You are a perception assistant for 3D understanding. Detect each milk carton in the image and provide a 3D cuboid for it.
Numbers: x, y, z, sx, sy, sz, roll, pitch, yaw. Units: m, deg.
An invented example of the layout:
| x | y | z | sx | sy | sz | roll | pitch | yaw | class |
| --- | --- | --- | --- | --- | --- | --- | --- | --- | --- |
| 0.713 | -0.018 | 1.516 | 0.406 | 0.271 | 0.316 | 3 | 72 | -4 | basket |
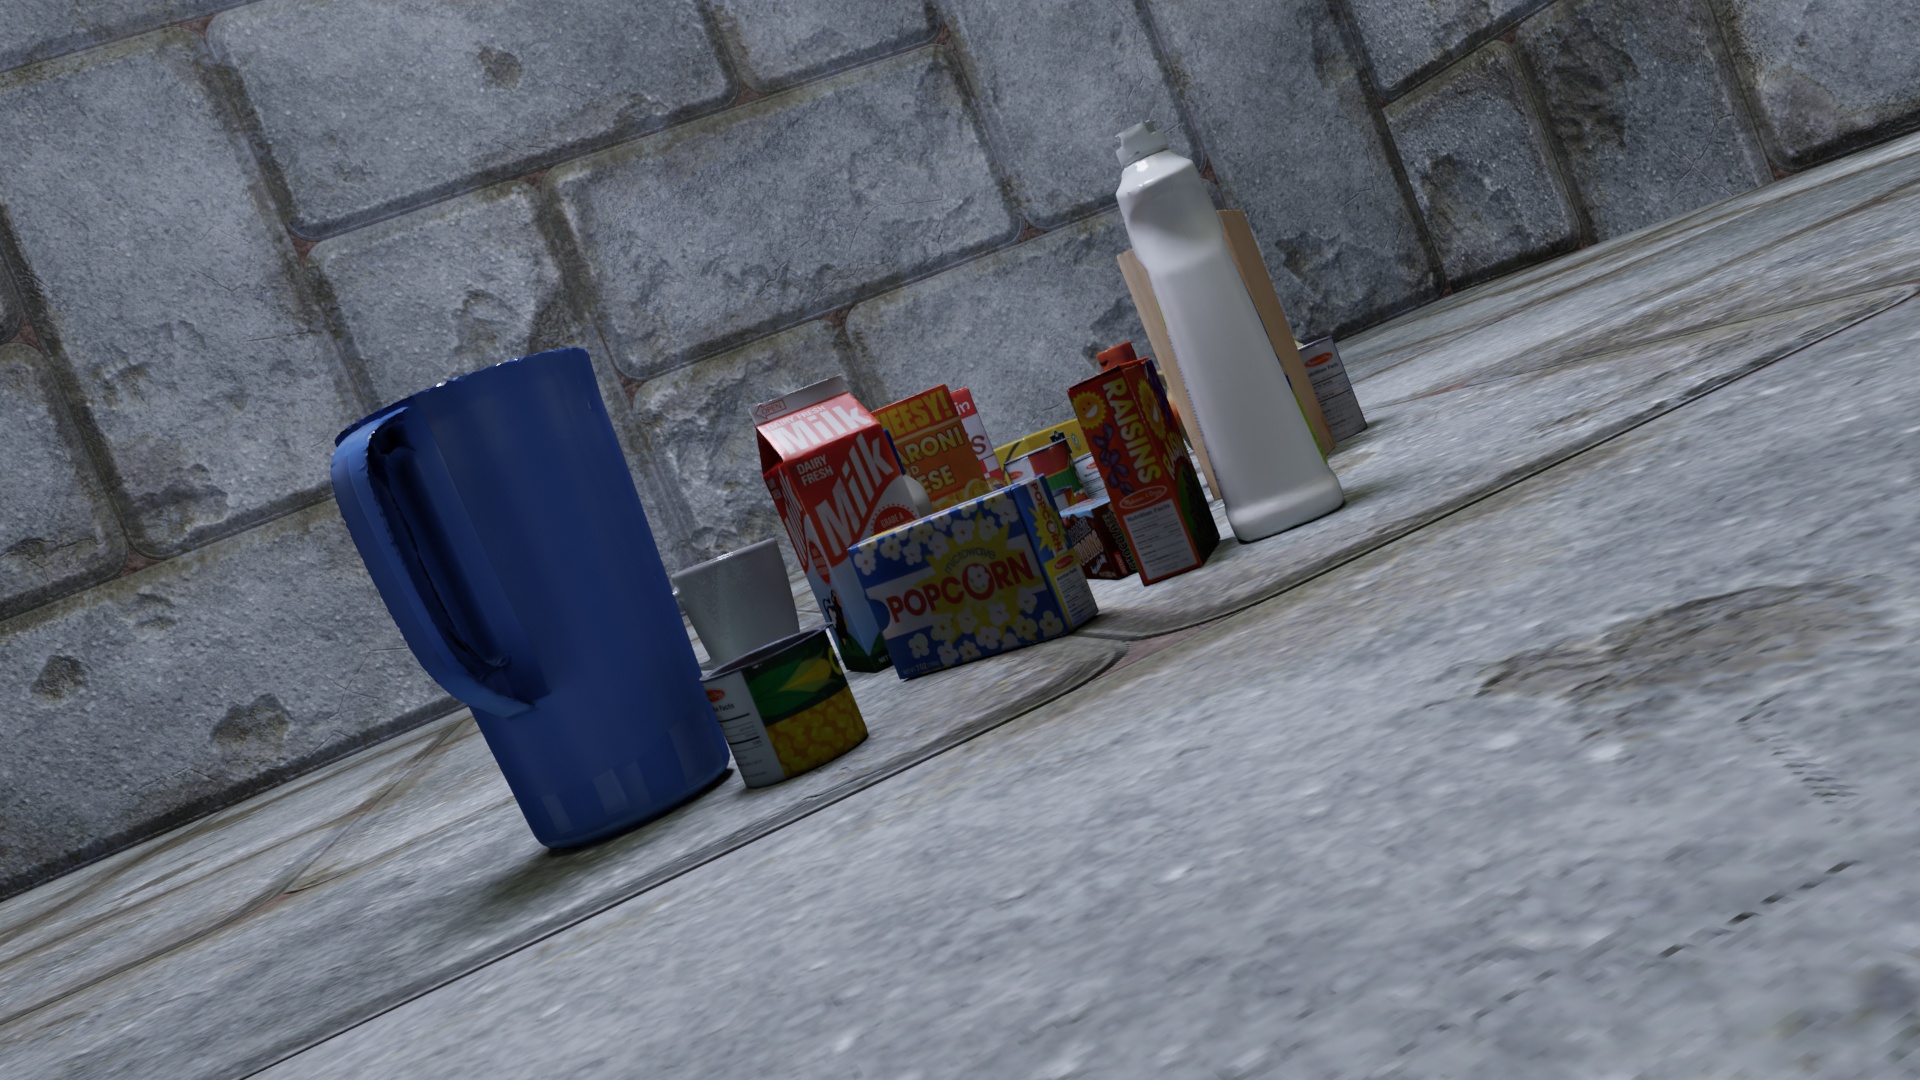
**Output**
| x | y | z | sx | sy | sz | roll | pitch | yaw | class |
| --- | --- | --- | --- | --- | --- | --- | --- | --- | --- |
| -0.074 | -0.012 | 0.930 | 0.072 | 0.190 | 0.073 | -23 | 3 | -20 | milk carton |

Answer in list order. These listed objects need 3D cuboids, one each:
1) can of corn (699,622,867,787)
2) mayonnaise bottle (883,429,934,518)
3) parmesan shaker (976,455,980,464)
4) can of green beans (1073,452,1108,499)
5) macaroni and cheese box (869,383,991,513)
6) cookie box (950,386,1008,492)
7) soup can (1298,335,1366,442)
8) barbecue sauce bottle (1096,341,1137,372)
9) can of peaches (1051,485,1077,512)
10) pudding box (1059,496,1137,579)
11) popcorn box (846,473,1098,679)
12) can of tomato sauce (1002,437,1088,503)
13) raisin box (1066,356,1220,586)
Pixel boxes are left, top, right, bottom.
| x | y | z | sx | sy | sz | roll | pitch | yaw | class |
| --- | --- | --- | --- | --- | --- | --- | --- | --- | --- |
| -0.084 | 0.080 | 0.681 | 0.071 | 0.058 | 0.071 | -22 | 3 | 1 | can of corn |
| -0.043 | -0.010 | 1.048 | 0.041 | 0.148 | 0.064 | -25 | 4 | -41 | mayonnaise bottle |
| 0.004 | -0.015 | 1.200 | 0.071 | 0.103 | 0.071 | -22 | 3 | 1 | parmesan shaker |
| 0.142 | -0.062 | 1.424 | 0.071 | 0.058 | 0.071 | -22 | 3 | 1 | can of green beans |
| -0.039 | -0.026 | 1.120 | 0.124 | 0.166 | 0.040 | -23 | 3 | -19 | macaroni and cheese box |
| -0.020 | -0.051 | 1.358 | 0.123 | 0.167 | 0.040 | -23 | 3 | -15 | cookie box |
| 0.297 | -0.123 | 1.178 | 0.071 | 0.083 | 0.071 | -22 | 3 | 1 | soup can |
| 0.181 | -0.125 | 1.394 | 0.044 | 0.148 | 0.064 | -24 | 3 | -24 | barbecue sauce bottle |
| 0.061 | -0.002 | 1.020 | 0.071 | 0.058 | 0.071 | -22 | 3 | 1 | can of peaches |
| 0.093 | -0.003 | 0.905 | 0.030 | 0.049 | 0.083 | -23 | 4 | -11 | pudding box |
| 0.006 | 0.022 | 0.784 | 0.126 | 0.085 | 0.038 | -20 | 4 | 37 | popcorn box |
| 0.090 | -0.051 | 1.377 | 0.071 | 0.083 | 0.071 | -22 | 3 | 1 | can of tomato sauce |
| 0.111 | -0.044 | 0.823 | 0.040 | 0.123 | 0.086 | -21 | 3 | 21 | raisin box |
